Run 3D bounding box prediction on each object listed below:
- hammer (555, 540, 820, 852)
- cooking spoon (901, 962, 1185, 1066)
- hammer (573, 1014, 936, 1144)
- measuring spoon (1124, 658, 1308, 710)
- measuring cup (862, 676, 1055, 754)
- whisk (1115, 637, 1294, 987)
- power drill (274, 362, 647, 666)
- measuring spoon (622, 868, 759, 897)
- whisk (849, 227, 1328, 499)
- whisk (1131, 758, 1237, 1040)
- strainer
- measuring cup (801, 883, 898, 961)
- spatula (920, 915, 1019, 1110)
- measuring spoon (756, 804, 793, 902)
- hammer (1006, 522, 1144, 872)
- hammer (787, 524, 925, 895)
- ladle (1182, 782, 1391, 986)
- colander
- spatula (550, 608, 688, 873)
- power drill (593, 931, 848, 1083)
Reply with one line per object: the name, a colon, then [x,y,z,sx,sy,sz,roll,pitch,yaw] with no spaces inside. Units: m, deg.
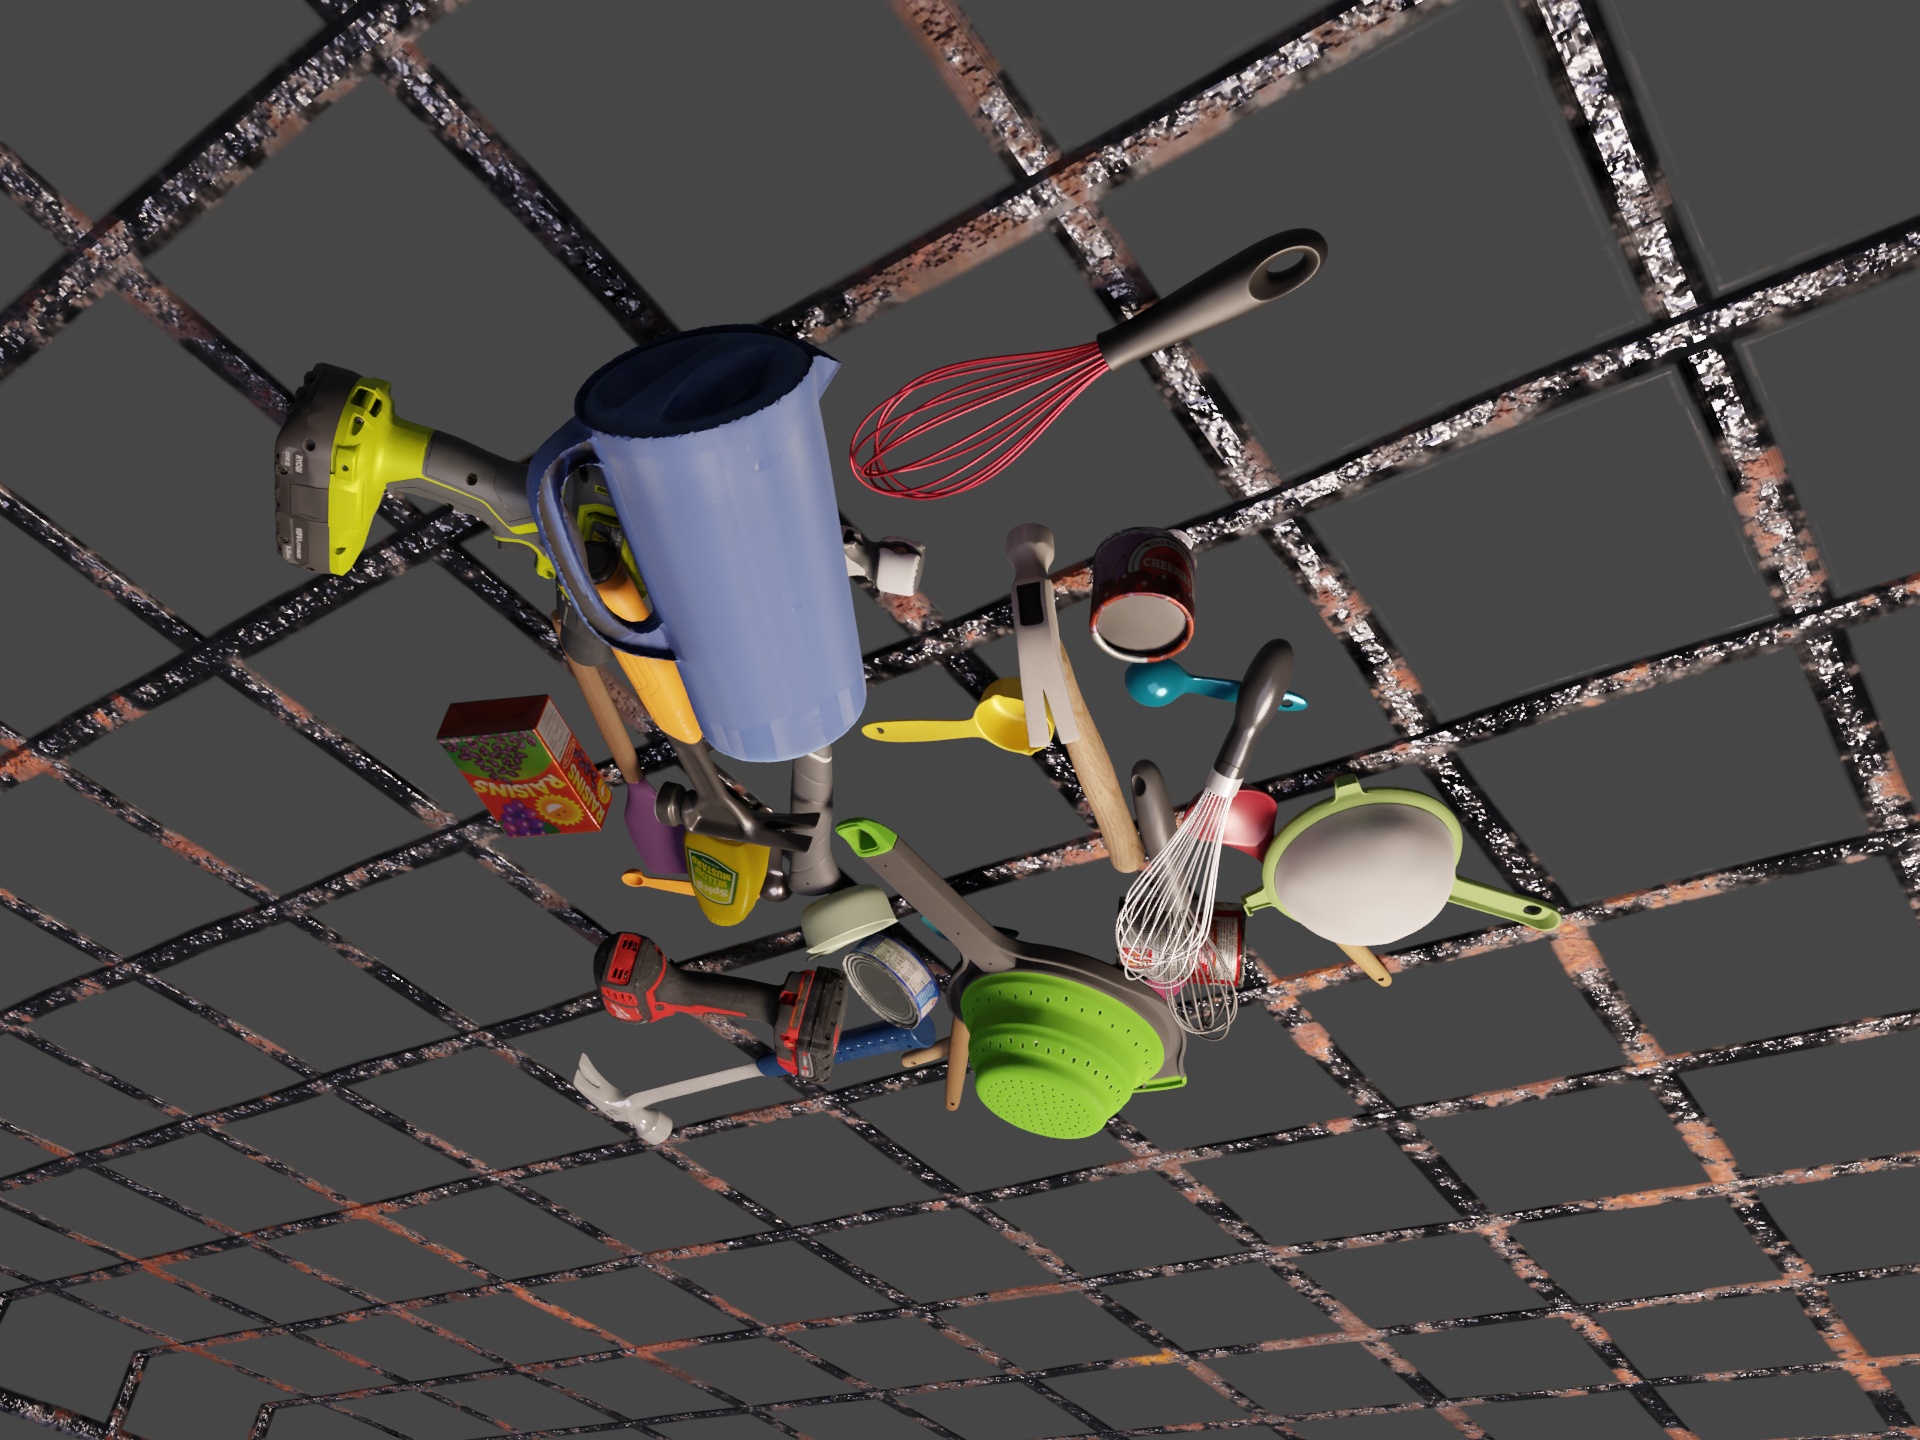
hammer: [-0.190,-0.007,1.073,0.127,0.034,0.336,10,150,15]
cooking spoon: [0.066,0.269,1.443,0.319,0.017,0.068,-26,125,33]
hammer: [-0.204,0.339,1.558,0.405,0.035,0.143,-20,132,29]
measuring spoon: [0.176,-0.016,1.091,0.128,0.021,0.042,9,139,-2]
measuring cup: [-0.002,-0.004,1.142,0.156,0.029,0.062,-3,135,31]
whisk: [0.173,0.069,1.108,0.070,0.070,0.284,15,116,-8]
power drill: [-0.304,-0.123,1.009,0.228,0.080,0.190,14,138,-11]
measuring spoon: [-0.229,0.139,1.352,0.117,0.011,0.021,9,140,-6]
whisk: [0.064,-0.195,0.880,0.296,0.073,0.073,-23,131,23]
whisk: [0.164,0.138,1.196,0.055,0.055,0.238,-9,111,19]
strainer: [0.351,0.137,1.189,0.256,0.069,0.151,17,128,-18]
measuring cup: [-0.110,0.175,1.350,0.083,0.038,0.167,-16,169,-25]
spatula: [0.000,0.263,1.415,0.082,0.044,0.317,8,133,3]
measuring spoon: [-0.156,0.113,1.300,0.034,0.018,0.124,5,139,4]
hammer: [0.085,0.017,1.093,0.031,0.130,0.331,-10,145,12]
hammer: [-0.112,0.007,1.154,0.149,0.036,0.408,12,141,4]
ladle: [0.267,0.132,1.245,0.069,0.031,0.315,-27,131,25]
colander: [0.026,0.226,1.266,0.204,0.095,0.396,-17,129,40]
spatula: [-0.255,0.027,1.218,0.060,0.018,0.315,-3,139,8]
power drill: [-0.216,0.255,1.427,0.219,0.079,0.143,13,151,2]
